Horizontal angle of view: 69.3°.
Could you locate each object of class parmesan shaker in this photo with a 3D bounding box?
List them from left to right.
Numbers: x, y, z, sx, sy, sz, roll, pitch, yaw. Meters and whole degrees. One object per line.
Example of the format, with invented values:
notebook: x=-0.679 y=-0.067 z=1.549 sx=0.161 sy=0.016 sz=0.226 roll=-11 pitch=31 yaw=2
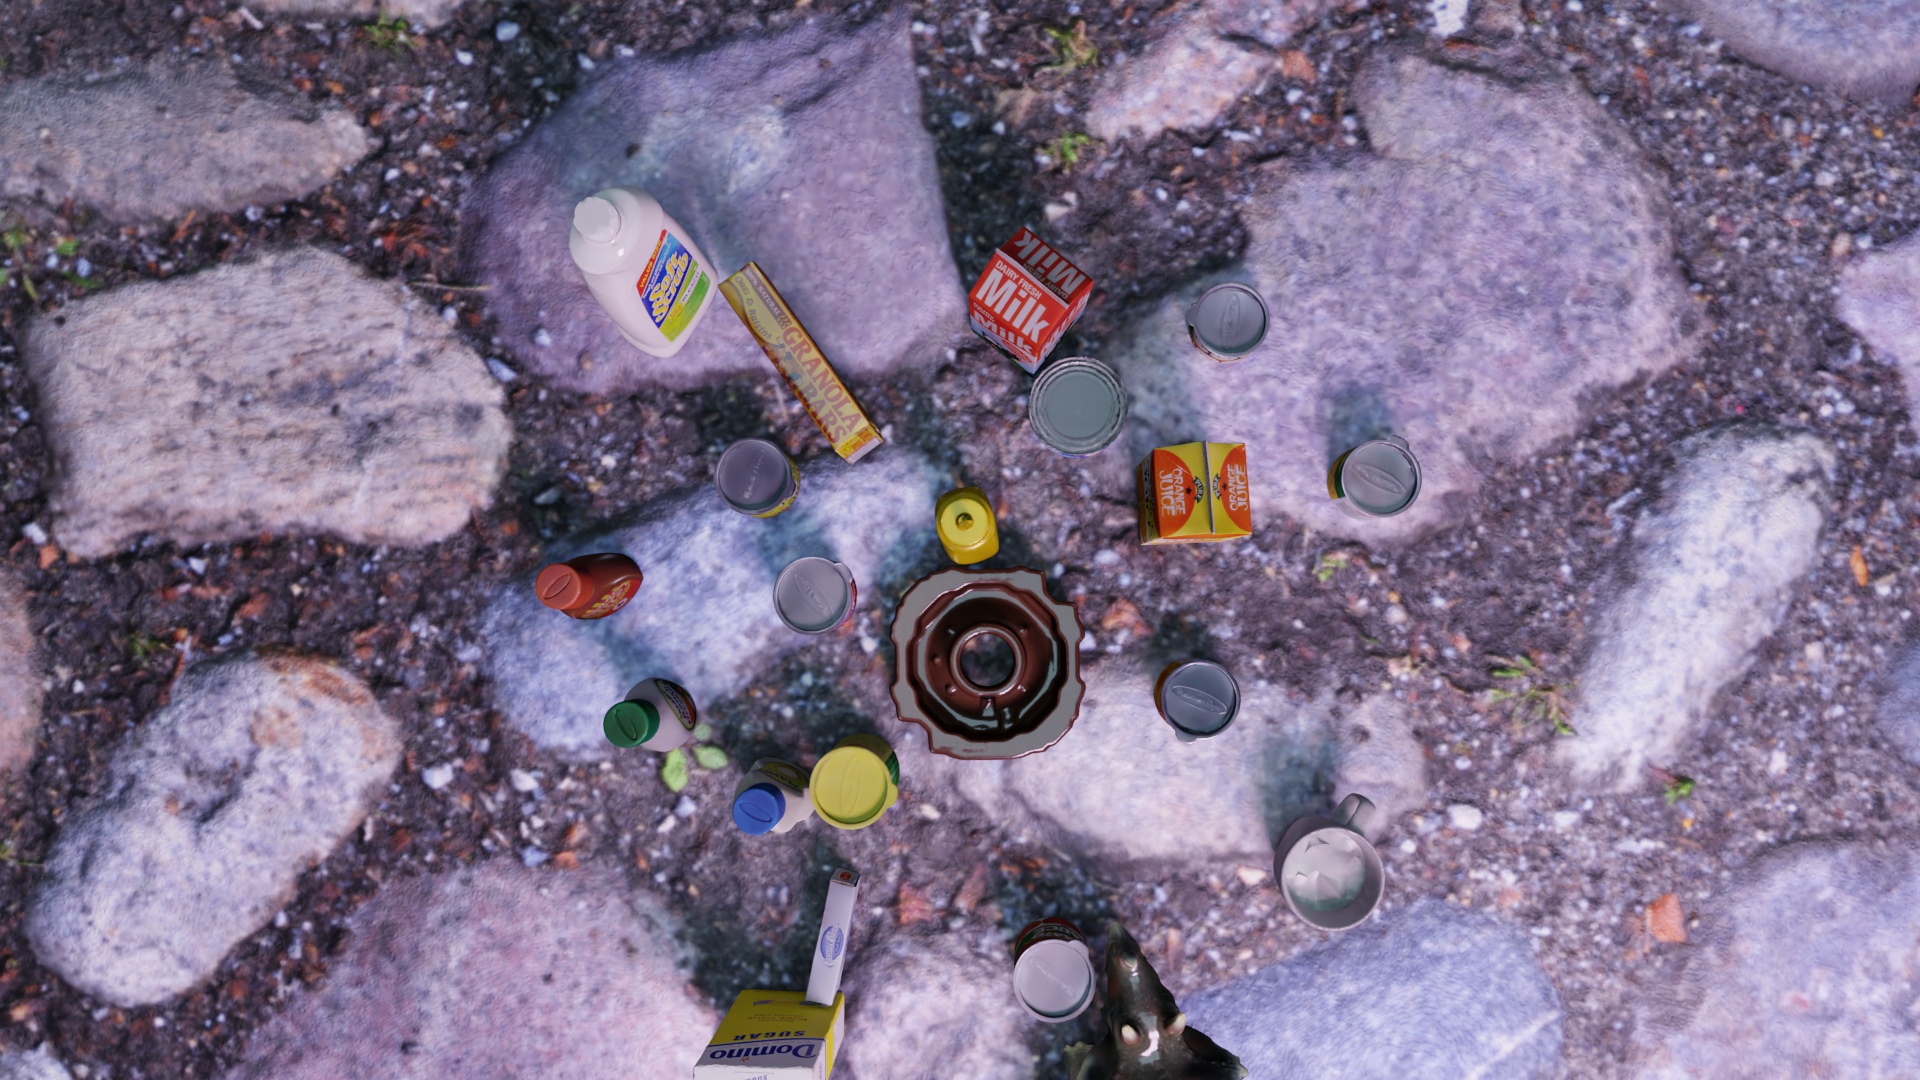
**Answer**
parmesan shaker: x=-0.083 y=0.200 z=1.157 sx=0.071 sy=0.103 sz=0.071 roll=0 pitch=88 yaw=2

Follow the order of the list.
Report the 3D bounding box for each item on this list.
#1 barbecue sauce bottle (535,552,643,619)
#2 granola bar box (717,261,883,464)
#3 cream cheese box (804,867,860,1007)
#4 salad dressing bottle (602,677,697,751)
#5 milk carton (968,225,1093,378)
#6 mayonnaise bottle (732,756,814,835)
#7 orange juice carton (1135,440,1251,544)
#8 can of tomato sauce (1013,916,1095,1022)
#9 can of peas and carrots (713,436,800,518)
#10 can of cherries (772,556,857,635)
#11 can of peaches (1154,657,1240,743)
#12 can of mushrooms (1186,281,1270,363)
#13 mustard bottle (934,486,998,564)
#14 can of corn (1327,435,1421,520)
barbecue sauce bottle: x=-0.310 y=0.038 z=1.149 sx=0.065 sy=0.148 sz=0.043 roll=-42 pitch=87 yaw=0
granola bar box: x=-0.131 y=-0.146 z=1.166 sx=0.039 sy=0.124 sz=0.165 roll=-36 pitch=87 yaw=0
cream cheese box: x=-0.107 y=0.335 z=1.176 sx=0.024 sy=0.053 sz=0.104 roll=12 pitch=88 yaw=2
salad dressing bottle: x=-0.256 y=0.146 z=1.142 sx=0.044 sy=0.147 sz=0.064 roll=-34 pitch=87 yaw=0
milk carton: x=0.056 y=-0.194 z=1.130 sx=0.072 sy=0.190 sz=0.073 roll=38 pitch=89 yaw=3
mayonnaise bottle: x=-0.154 y=0.211 z=1.136 sx=0.065 sy=0.148 sz=0.041 roll=27 pitch=89 yaw=3
orange juice carton: x=0.187 y=-0.036 z=1.117 sx=0.073 sy=0.192 sz=0.072 roll=-3 pitch=88 yaw=2
can of tomato sauce: x=0.077 y=0.353 z=1.154 sx=0.071 sy=0.083 sz=0.071 roll=0 pitch=87 yaw=2
can of peas and carrots: x=-0.171 y=-0.053 z=1.195 sx=0.071 sy=0.058 sz=0.071 roll=0 pitch=87 yaw=2
can of cherries: x=-0.121 y=0.046 z=1.188 sx=0.071 sy=0.058 sz=0.071 roll=0 pitch=87 yaw=2
can of peaches: x=0.198 y=0.135 z=1.175 sx=0.071 sy=0.058 sz=0.071 roll=0 pitch=87 yaw=2
can of mushrooms: x=0.230 y=-0.189 z=1.203 sx=0.071 sy=0.033 sz=0.071 roll=0 pitch=87 yaw=2
mustard bottle: x=0.004 y=-0.014 z=1.137 sx=0.049 sy=0.160 sz=0.065 roll=-16 pitch=87 yaw=1
can of corn: x=0.352 y=-0.053 z=1.180 sx=0.071 sy=0.058 sz=0.071 roll=0 pitch=87 yaw=2
